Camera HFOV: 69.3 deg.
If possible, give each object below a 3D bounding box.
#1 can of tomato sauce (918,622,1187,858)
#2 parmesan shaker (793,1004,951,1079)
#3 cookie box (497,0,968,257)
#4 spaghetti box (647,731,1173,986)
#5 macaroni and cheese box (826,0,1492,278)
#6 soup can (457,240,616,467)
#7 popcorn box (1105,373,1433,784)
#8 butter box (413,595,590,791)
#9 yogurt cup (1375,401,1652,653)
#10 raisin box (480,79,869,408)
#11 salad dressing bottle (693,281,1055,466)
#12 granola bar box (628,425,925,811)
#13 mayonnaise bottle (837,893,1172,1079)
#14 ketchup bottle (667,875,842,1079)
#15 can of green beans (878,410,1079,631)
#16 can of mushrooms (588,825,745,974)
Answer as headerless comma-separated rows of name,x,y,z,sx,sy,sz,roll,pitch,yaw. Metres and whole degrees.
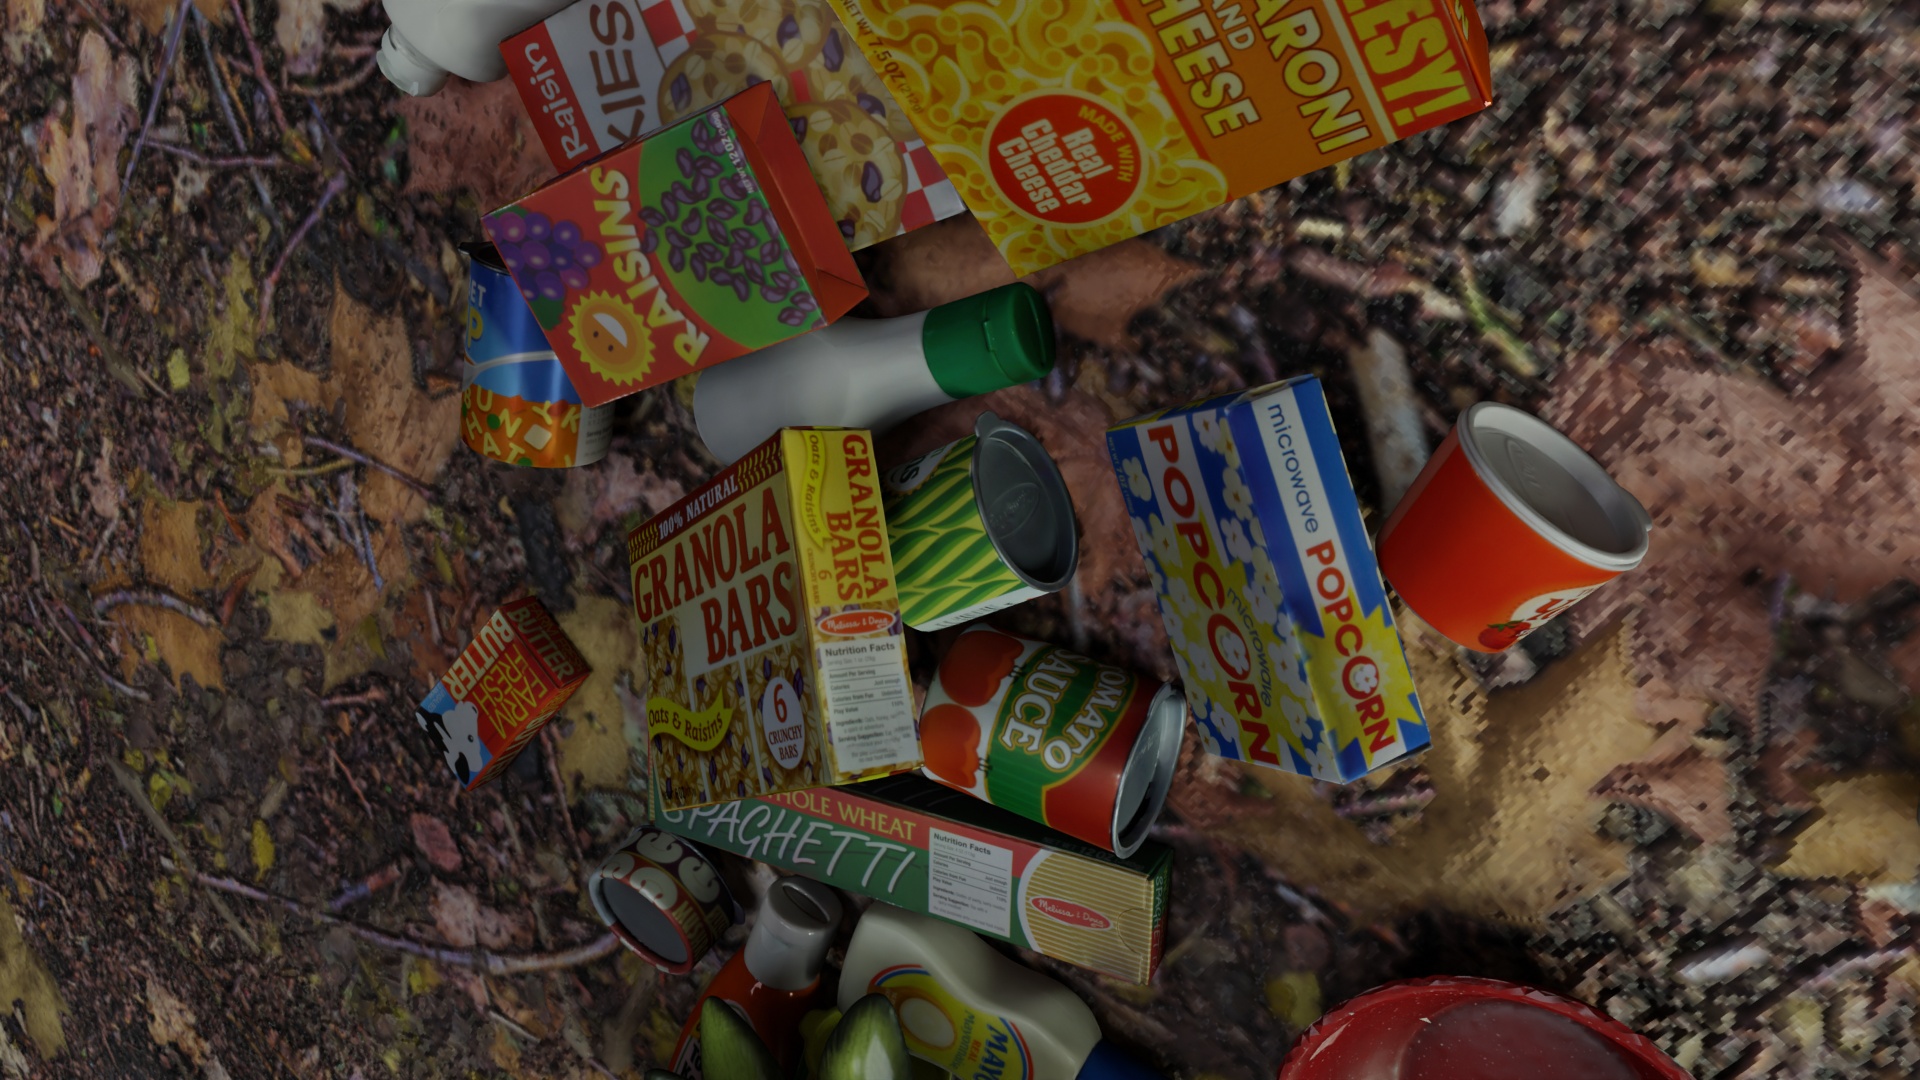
can of tomato sauce,0.035,0.072,0.525,0.083,0.071,0.071,17,111,25
parmesan shaker,-0.052,0.269,0.628,0.071,0.071,0.102,28,116,20
cookie box,-0.083,-0.162,0.529,0.167,0.040,0.122,-12,110,31
spaghetti box,-0.031,0.127,0.599,0.250,0.029,0.050,11,109,27
macaroni and cheese box,0.061,-0.160,0.427,0.166,0.040,0.123,-14,133,32
soup can,-0.184,-0.082,0.605,0.071,0.071,0.083,22,113,23
popcorn box,0.100,0.012,0.465,0.085,0.038,0.126,-5,104,69
butter box,-0.233,0.078,0.702,0.103,0.024,0.053,-43,80,31
yogurt cup,0.168,-0.002,0.434,0.072,0.073,0.053,44,128,12
raisin box,-0.108,-0.108,0.521,0.123,0.040,0.086,-14,113,30
salad dressing bottle,-0.035,-0.064,0.542,0.147,0.044,0.064,-11,92,30
granola bar box,-0.080,0.037,0.541,0.165,0.039,0.124,-23,73,55
mayonnaise bottle,0.019,0.207,0.586,0.148,0.041,0.064,24,114,22
ketchup bottle,-0.094,0.224,0.653,0.065,0.044,0.148,33,116,23
can of green beans,0.003,-0.004,0.523,0.057,0.071,0.071,-21,93,32
can of mushrooms,-0.139,0.171,0.657,0.071,0.034,0.070,21,133,25
